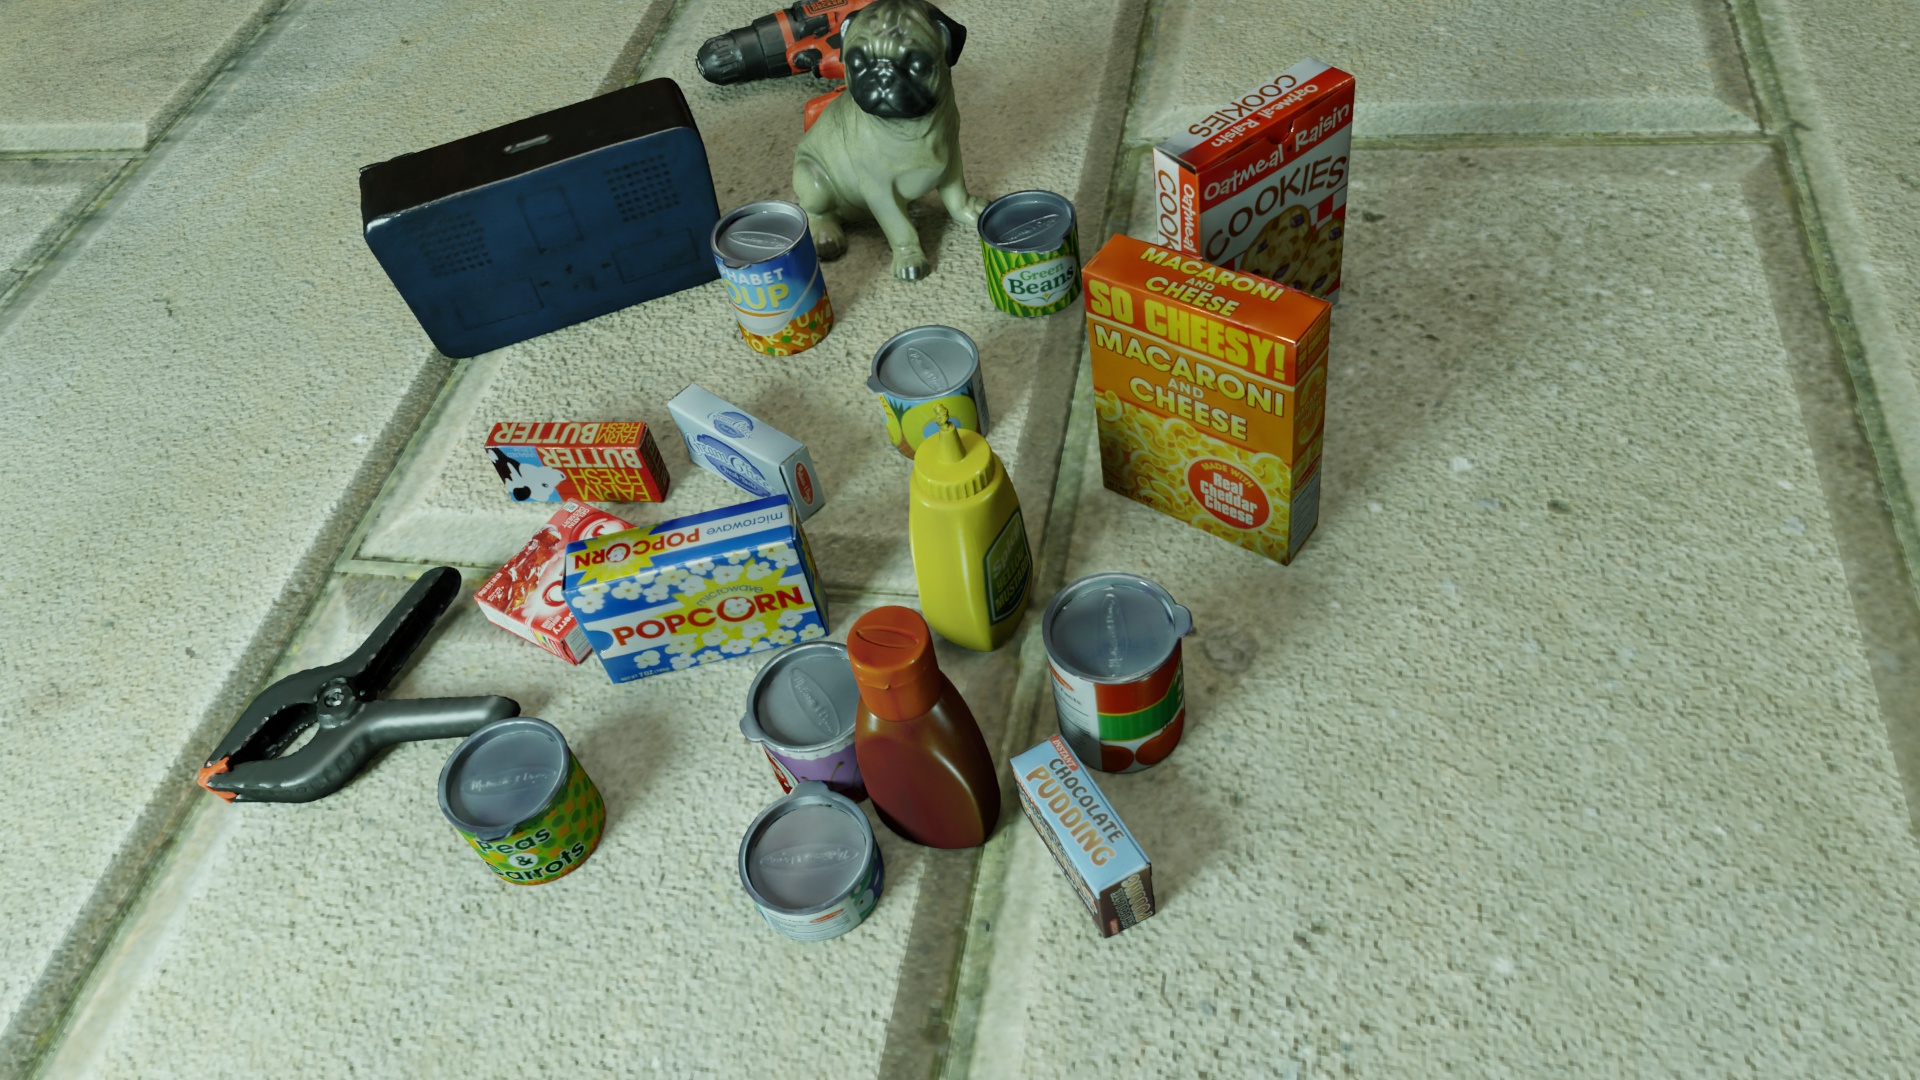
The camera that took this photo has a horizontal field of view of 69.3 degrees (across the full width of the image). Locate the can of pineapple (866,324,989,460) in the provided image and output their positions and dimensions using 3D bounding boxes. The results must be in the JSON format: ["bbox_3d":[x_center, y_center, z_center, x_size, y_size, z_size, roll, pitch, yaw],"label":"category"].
[{"bbox_3d":[-0.019,-0.090,0.858,0.071,0.057,0.071,-5,49,6],"label":"can of pineapple"}]

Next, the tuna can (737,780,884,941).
[{"bbox_3d":[-0.071,0.155,0.672,0.071,0.032,0.071,-5,49,6],"label":"tuna can"}]

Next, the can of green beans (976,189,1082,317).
[{"bbox_3d":[0.047,-0.193,0.935,0.071,0.057,0.071,-5,49,6],"label":"can of green beans"}]

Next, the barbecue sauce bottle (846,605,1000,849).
[{"bbox_3d":[-0.021,0.089,0.644,0.065,0.147,0.044,10,52,19],"label":"barbecue sauce bottle"}]

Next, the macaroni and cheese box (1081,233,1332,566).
[{"bbox_3d":[0.131,-0.074,0.744,0.124,0.165,0.040,25,59,29],"label":"macaroni and cheese box"}]

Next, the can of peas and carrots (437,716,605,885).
[{"bbox_3d":[-0.220,0.134,0.701,0.071,0.058,0.071,-5,49,6],"label":"can of peas and carrots"}]

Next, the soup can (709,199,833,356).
[{"bbox_3d":[-0.127,-0.174,0.934,0.071,0.083,0.072,-5,49,6],"label":"soup can"}]

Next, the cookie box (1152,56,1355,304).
[{"bbox_3d":[0.176,-0.185,0.832,0.123,0.166,0.040,-34,52,-18],"label":"cookie box"}]

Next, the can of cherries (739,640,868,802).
[{"bbox_3d":[-0.072,0.095,0.707,0.071,0.058,0.072,-5,49,6],"label":"can of cherries"}]

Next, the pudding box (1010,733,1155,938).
[{"bbox_3d":[0.057,0.138,0.652,0.030,0.049,0.084,-26,50,-12],"label":"pudding box"}]

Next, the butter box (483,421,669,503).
[{"bbox_3d":[-0.237,-0.048,0.866,0.103,0.052,0.024,1,50,11],"label":"butter box"}]

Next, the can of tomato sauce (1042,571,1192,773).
[{"bbox_3d":[0.079,0.066,0.688,0.071,0.082,0.071,-5,49,6],"label":"can of tomato sauce"}]

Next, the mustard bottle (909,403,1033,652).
[{"bbox_3d":[0.003,-0.009,0.716,0.049,0.159,0.065,18,55,24],"label":"mustard bottle"}]

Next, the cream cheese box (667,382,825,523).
[{"bbox_3d":[-0.132,-0.054,0.851,0.104,0.053,0.024,29,60,30],"label":"cream cheese box"}]

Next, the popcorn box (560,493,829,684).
[{"bbox_3d":[-0.142,0.028,0.761,0.127,0.084,0.038,-13,49,-1],"label":"popcorn box"}]
